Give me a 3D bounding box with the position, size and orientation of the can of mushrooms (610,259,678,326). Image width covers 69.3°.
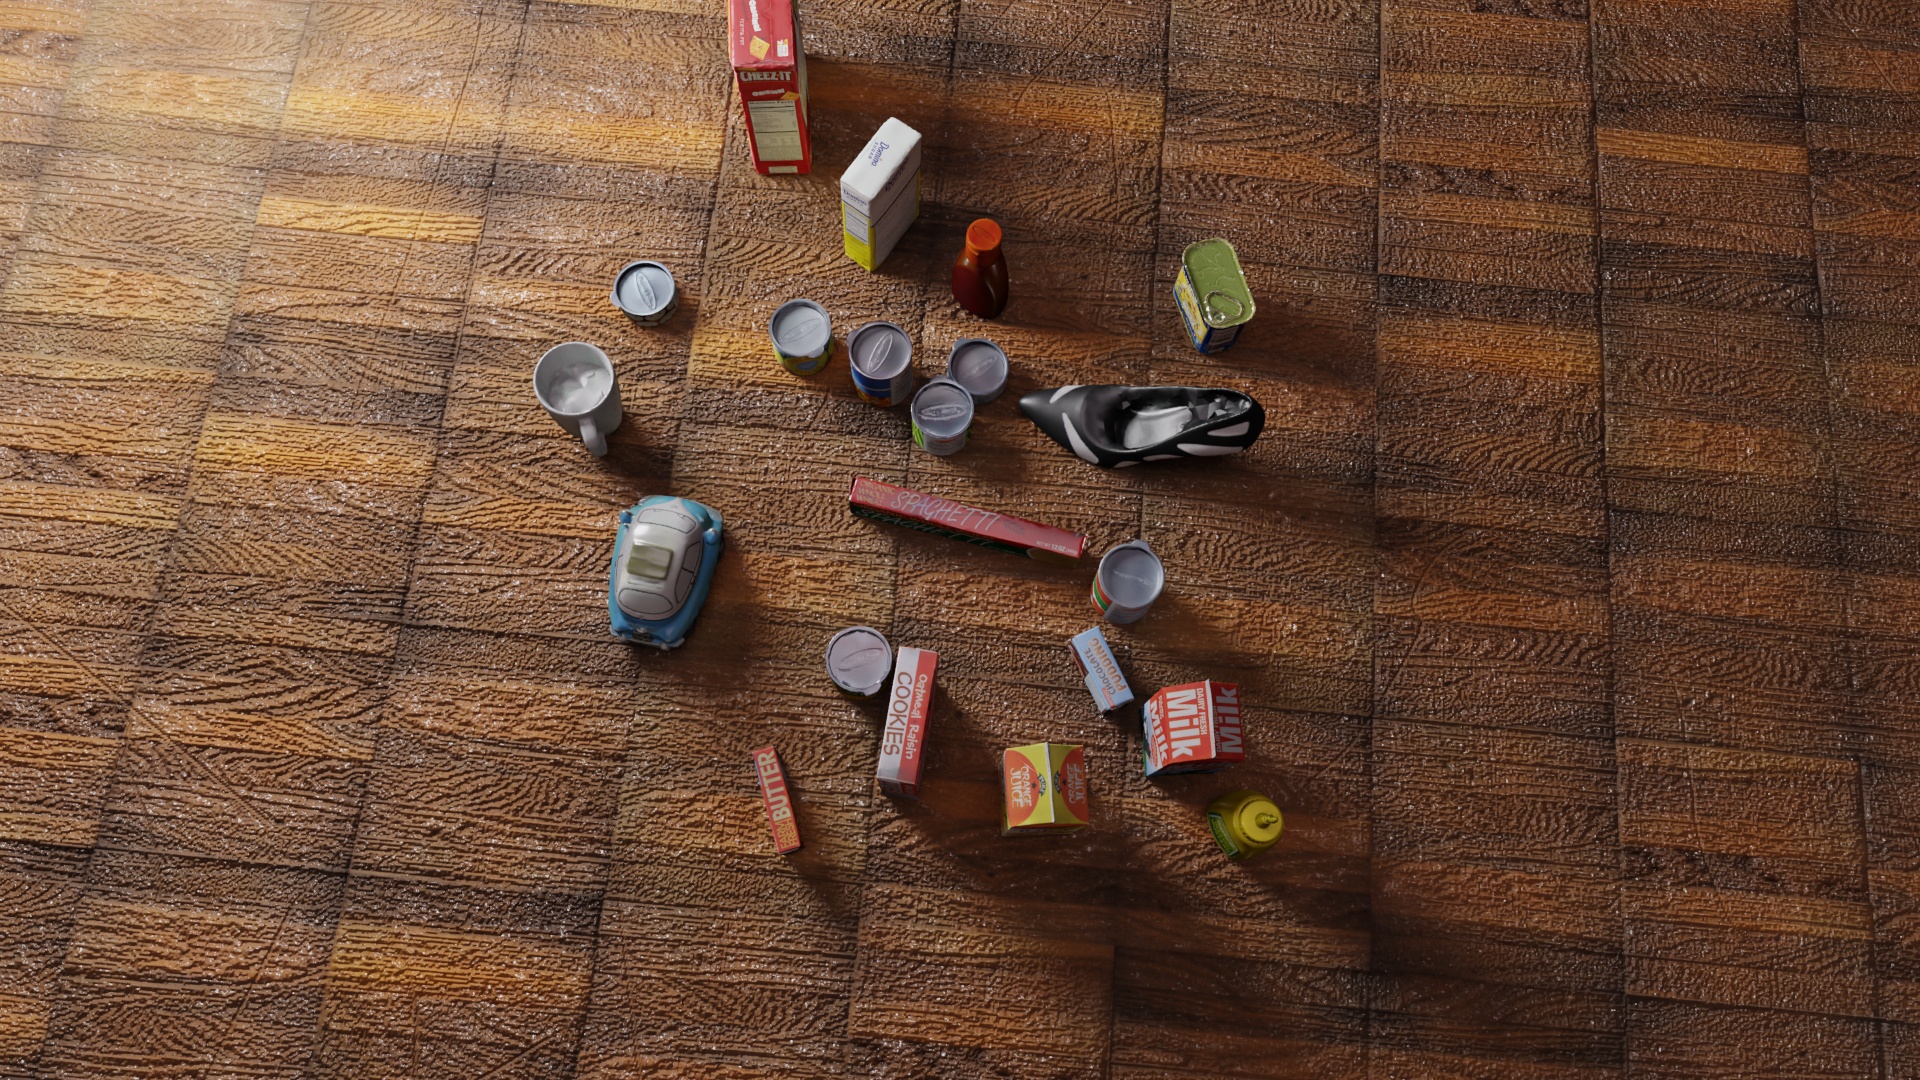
[{"bbox_3d":[-0.344,-0.268,1.513,0.071,0.033,0.071,0,74,-1],"label":"can of mushrooms"}]

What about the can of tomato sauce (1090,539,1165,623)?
[{"bbox_3d":[0.169,0.043,1.413,0.071,0.083,0.071,0,75,-1],"label":"can of tomato sauce"}]

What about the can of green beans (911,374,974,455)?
[{"bbox_3d":[-0.019,-0.130,1.470,0.071,0.057,0.071,0,74,-1],"label":"can of green beans"}]

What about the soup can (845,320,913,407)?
[{"bbox_3d":[-0.086,-0.187,1.471,0.071,0.083,0.071,0,75,-1],"label":"soup can"}]

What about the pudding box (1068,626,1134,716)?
[{"bbox_3d":[0.141,0.132,1.405,0.030,0.049,0.084,-24,76,-8],"label":"pudding box"}]

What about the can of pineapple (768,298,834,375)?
[{"bbox_3d":[-0.170,-0.215,1.490,0.071,0.057,0.071,0,74,-1],"label":"can of pineapple"}]

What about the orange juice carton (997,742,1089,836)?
[{"bbox_3d":[0.077,0.235,1.300,0.073,0.192,0.072,-2,75,-2],"label":"orange juice carton"}]

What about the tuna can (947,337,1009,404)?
[{"bbox_3d":[0.017,-0.184,1.499,0.071,0.032,0.071,0,74,-1],"label":"tuna can"}]

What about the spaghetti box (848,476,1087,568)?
[{"bbox_3d":[0.005,-0.018,1.443,0.250,0.050,0.029,14,75,2],"label":"spaghetti box"}]

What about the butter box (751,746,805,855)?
[{"bbox_3d":[-0.178,0.255,1.360,0.024,0.053,0.103,-16,75,-6],"label":"butter box"}]

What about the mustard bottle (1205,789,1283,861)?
[{"bbox_3d":[0.273,0.267,1.313,0.049,0.160,0.065,-25,77,-8],"label":"mustard bottle"}]

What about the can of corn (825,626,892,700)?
[{"bbox_3d":[-0.100,0.126,1.395,0.071,0.058,0.071,0,74,-1],"label":"can of corn"}]

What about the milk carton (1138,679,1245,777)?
[{"bbox_3d":[0.221,0.180,1.320,0.073,0.190,0.072,-3,75,-2],"label":"milk carton"}]

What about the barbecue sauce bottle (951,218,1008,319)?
[{"bbox_3d":[0.022,-0.289,1.469,0.065,0.148,0.044,36,77,8],"label":"barbecue sauce bottle"}]

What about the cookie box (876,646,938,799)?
[{"bbox_3d":[-0.048,0.178,1.326,0.040,0.167,0.123,9,75,1],"label":"cookie box"}]
